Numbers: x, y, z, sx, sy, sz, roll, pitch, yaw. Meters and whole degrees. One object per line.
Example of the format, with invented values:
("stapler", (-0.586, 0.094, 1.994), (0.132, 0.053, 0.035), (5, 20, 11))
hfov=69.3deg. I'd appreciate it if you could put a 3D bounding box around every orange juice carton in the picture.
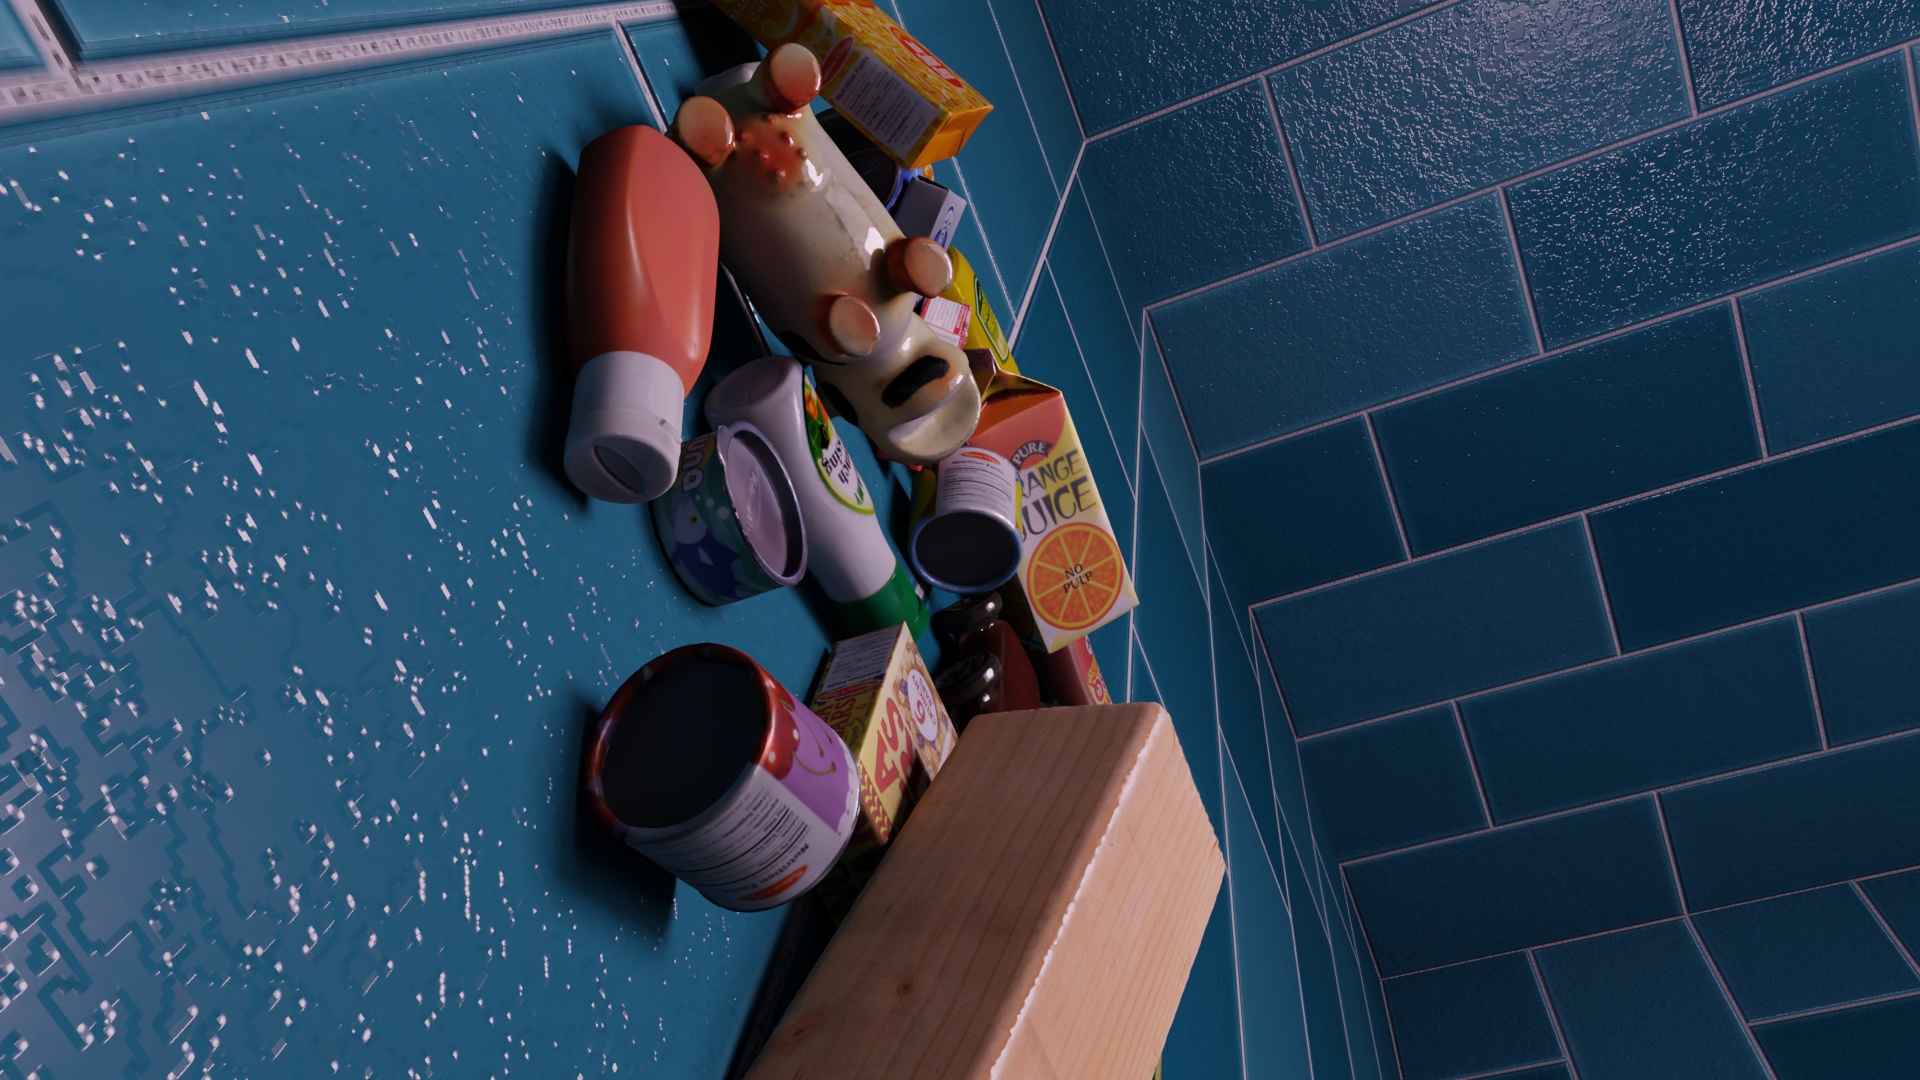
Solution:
("orange juice carton", (0.037, -0.032, 0.876), (0.072, 0.073, 0.192), (18, -47, 65))

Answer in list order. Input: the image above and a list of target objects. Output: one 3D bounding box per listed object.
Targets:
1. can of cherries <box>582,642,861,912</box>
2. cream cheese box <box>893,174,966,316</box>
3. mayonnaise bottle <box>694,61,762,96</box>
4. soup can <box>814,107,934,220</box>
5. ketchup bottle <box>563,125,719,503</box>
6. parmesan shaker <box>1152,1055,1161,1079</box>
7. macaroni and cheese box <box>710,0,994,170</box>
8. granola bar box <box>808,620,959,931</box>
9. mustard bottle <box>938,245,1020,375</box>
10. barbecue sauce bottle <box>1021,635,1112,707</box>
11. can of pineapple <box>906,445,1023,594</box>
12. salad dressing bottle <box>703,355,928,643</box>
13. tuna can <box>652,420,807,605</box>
("can of cherries", (-0.074, 0.072, 0.430), (0.058, 0.071, 0.072), (53, 24, -49))
("cream cheese box", (-0.031, -0.157, 0.807), (0.103, 0.024, 0.053), (-67, 172, 11))
("mayonnaise bottle", (-0.085, -0.163, 0.701), (0.065, 0.041, 0.147), (-63, 133, -71))
("soup can", (-0.056, -0.210, 0.811), (0.084, 0.071, 0.071), (-27, 99, -75))
("ketchup bottle", (-0.115, -0.081, 0.497), (0.064, 0.043, 0.149), (56, 22, -47))
("parmesan shaker", (0.057, 0.251, 0.638), (0.071, 0.071, 0.103), (19, 73, -72))
("macaroni and cheese box", (-0.067, -0.269, 0.741), (0.166, 0.040, 0.124), (40, 21, -3))
("granola bar box", (-0.019, 0.137, 0.598), (0.125, 0.039, 0.165), (-74, 144, -64))
("mustard bottle", (0.010, -0.132, 0.988), (0.065, 0.049, 0.159), (-91, 157, -44))
("barbecue sauce bottle", (0.088, 0.124, 0.988), (0.065, 0.043, 0.148), (-69, 139, -68))
("can of pineapple", (0.003, -0.010, 0.796), (0.058, 0.071, 0.070), (-87, 155, -51))
("salad dressing bottle", (-0.059, -0.011, 0.614), (0.064, 0.044, 0.147), (-100, 165, -55))
("tuna can", (-0.089, -0.011, 0.531), (0.071, 0.033, 0.071), (-19, 91, -75))
